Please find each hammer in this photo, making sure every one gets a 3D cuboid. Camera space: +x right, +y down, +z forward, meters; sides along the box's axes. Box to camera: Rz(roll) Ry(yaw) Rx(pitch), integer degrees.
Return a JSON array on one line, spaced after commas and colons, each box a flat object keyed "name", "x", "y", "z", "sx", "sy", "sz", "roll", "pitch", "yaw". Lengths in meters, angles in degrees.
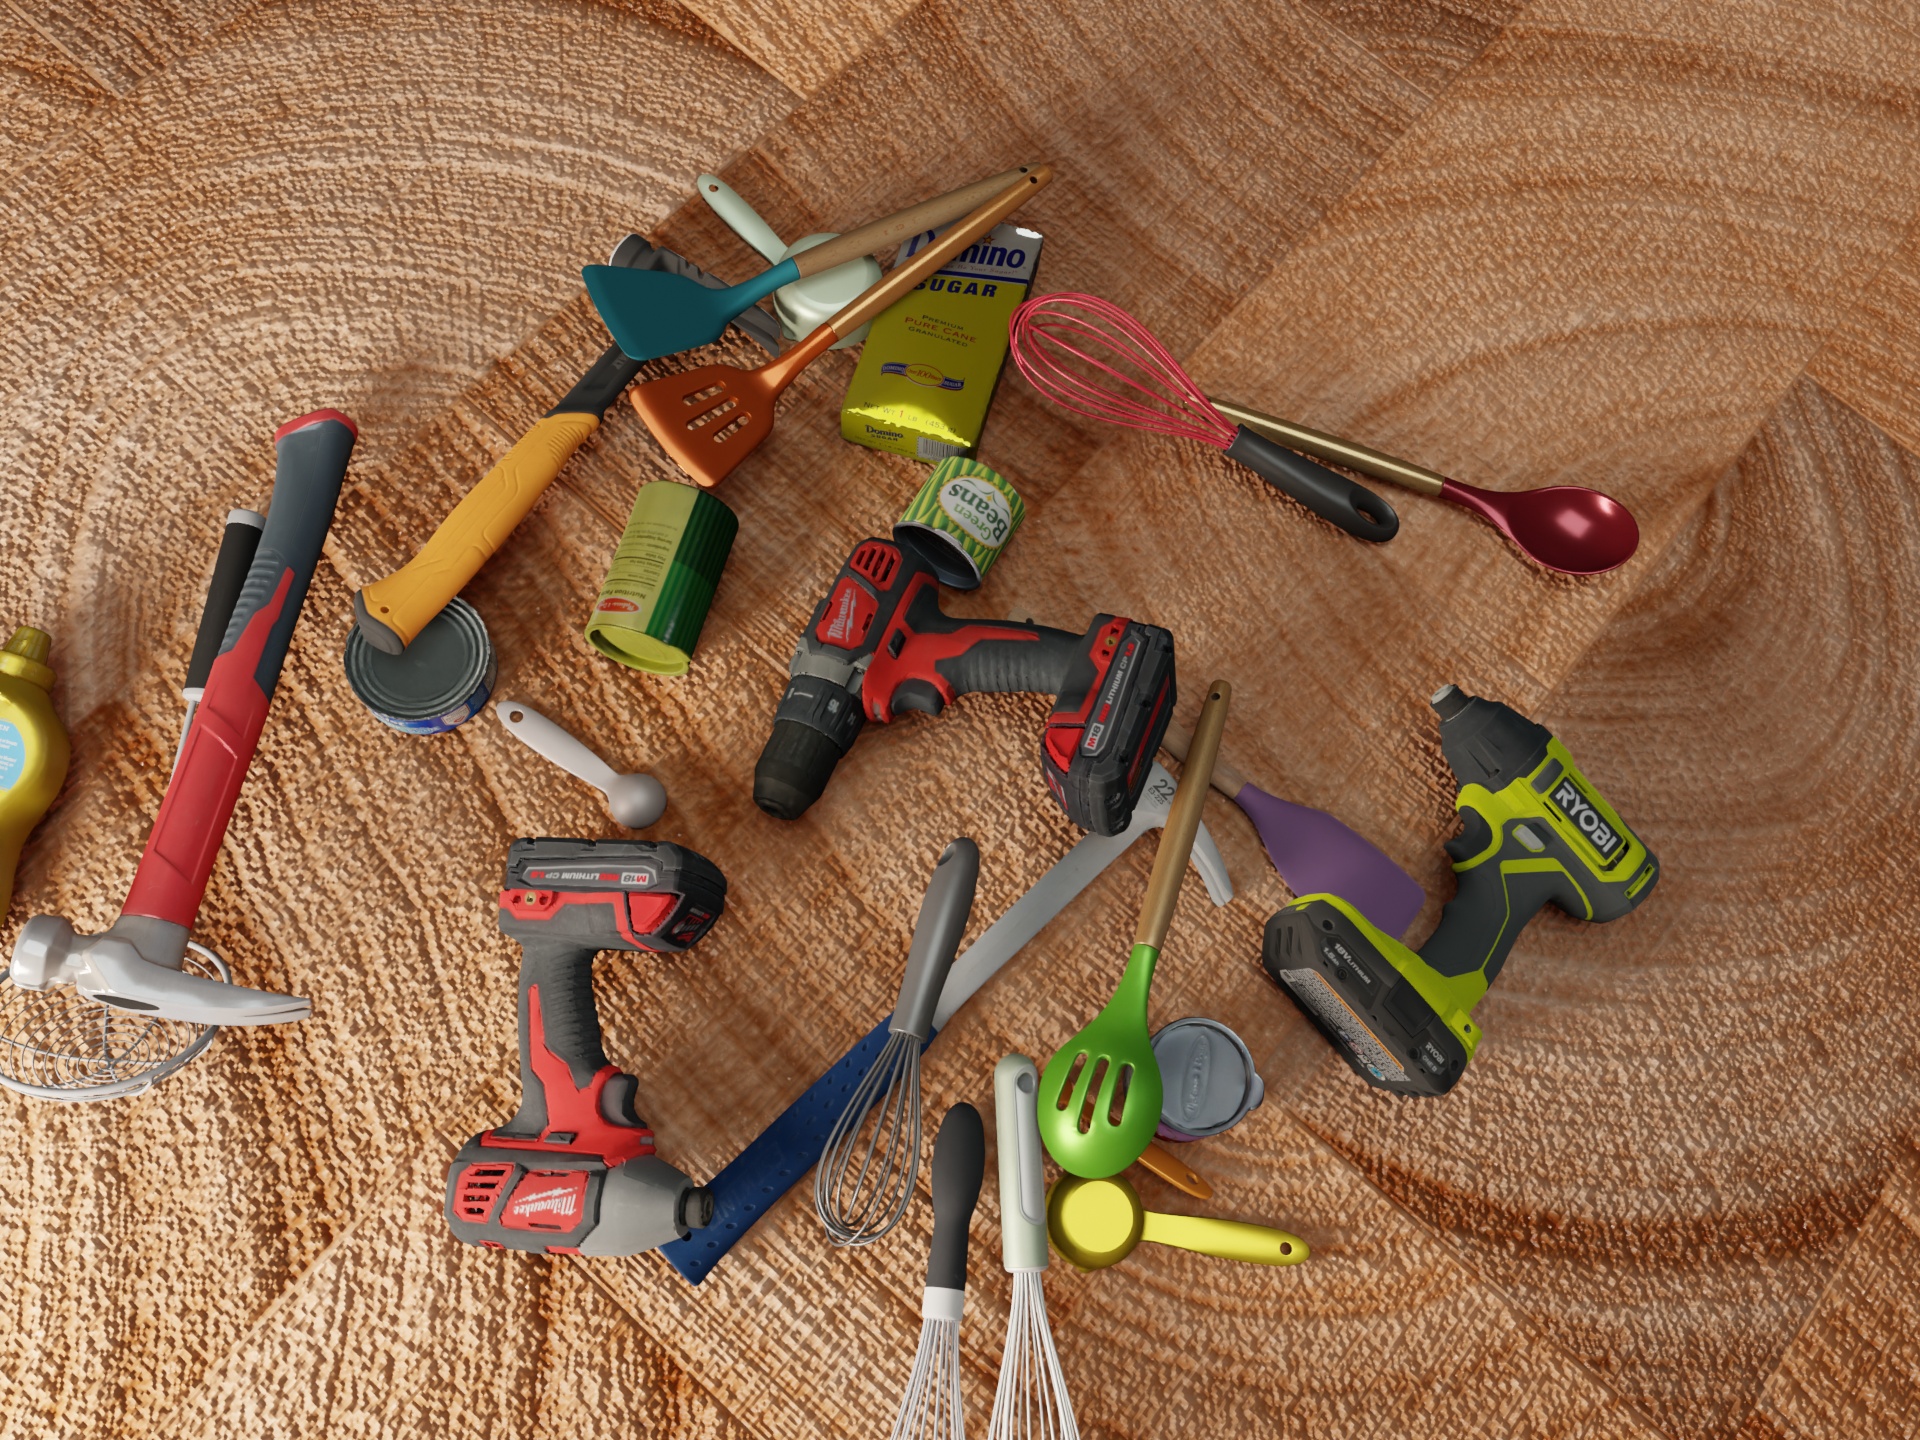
[{"name": "hammer", "x": -0.396, "y": -0.018, "z": 0.913, "sx": 0.143, "sy": 0.038, "sz": 0.387, "roll": 15, "pitch": 58, "yaw": -16}, {"name": "hammer", "x": -0.010, "y": 0.170, "z": 0.928, "sx": 0.405, "sy": 0.035, "sz": 0.144, "roll": -42, "pitch": 80, "yaw": -16}, {"name": "hammer", "x": -0.252, "y": -0.169, "z": 1.000, "sx": 0.127, "sy": 0.034, "sz": 0.337, "roll": 31, "pitch": 64, "yaw": 6}]

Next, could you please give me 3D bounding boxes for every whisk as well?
[{"name": "whisk", "x": -0.012, "y": 0.350, "z": 0.860, "sx": 0.070, "sy": 0.070, "sz": 0.285, "roll": 8, "pitch": 66, "yaw": -3}, {"name": "whisk", "x": 0.037, "y": 0.307, "z": 0.869, "sx": 0.057, "sy": 0.059, "sz": 0.246, "roll": 8, "pitch": 72, "yaw": -36}, {"name": "whisk", "x": -0.028, "y": 0.173, "z": 0.883, "sx": 0.055, "sy": 0.055, "sz": 0.239, "roll": 17, "pitch": 67, "yaw": 0}, {"name": "whisk", "x": 0.163, "y": -0.197, "z": 1.051, "sx": 0.295, "sy": 0.073, "sz": 0.073, "roll": 29, "pitch": 71, "yaw": -6}]

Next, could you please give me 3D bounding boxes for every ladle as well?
[{"name": "ladle", "x": 0.300, "y": -0.166, "z": 1.077, "sx": 0.315, "sy": 0.031, "sz": 0.069, "roll": 20, "pitch": 68, "yaw": 3}]

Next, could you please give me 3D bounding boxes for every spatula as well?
[{"name": "spatula", "x": -0.084, "y": -0.311, "z": 1.039, "sx": 0.317, "sy": 0.044, "sz": 0.082, "roll": -26, "pitch": 68, "yaw": -12}, {"name": "spatula", "x": 0.154, "y": 0.030, "z": 1.001, "sx": 0.316, "sy": 0.018, "sz": 0.060, "roll": 39, "pitch": 73, "yaw": 7}, {"name": "spatula", "x": -0.064, "y": -0.267, "z": 1.026, "sx": 0.322, "sy": 0.041, "sz": 0.081, "roll": -39, "pitch": 89, "yaw": -10}]

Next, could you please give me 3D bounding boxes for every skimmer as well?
[{"name": "skimmer", "x": -0.453, "y": 0.034, "z": 0.903, "sx": 0.127, "sy": 0.090, "sz": 0.363, "roll": 6, "pitch": 71, "yaw": -5}]

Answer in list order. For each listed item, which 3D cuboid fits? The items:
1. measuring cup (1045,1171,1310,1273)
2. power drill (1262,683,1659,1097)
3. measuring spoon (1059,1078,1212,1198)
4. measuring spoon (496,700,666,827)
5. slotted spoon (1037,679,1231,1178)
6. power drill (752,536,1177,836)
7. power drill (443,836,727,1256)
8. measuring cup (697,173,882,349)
[{"name": "measuring cup", "x": 0.125, "y": 0.289, "z": 0.903, "sx": 0.156, "sy": 0.029, "sz": 0.062, "roll": 9, "pitch": 71, "yaw": -1}, {"name": "power drill", "x": 0.293, "y": 0.099, "z": 0.952, "sx": 0.223, "sy": 0.080, "sz": 0.171, "roll": -42, "pitch": 90, "yaw": -19}, {"name": "measuring spoon", "x": 0.098, "y": 0.239, "z": 0.921, "sx": 0.117, "sy": 0.011, "sz": 0.021, "roll": 34, "pitch": 27, "yaw": 8}, {"name": "measuring spoon", "x": -0.233, "y": 0.022, "z": 0.966, "sx": 0.124, "sy": 0.018, "sz": 0.034, "roll": 33, "pitch": 72, "yaw": 7}, {"name": "slotted spoon", "x": 0.112, "y": 0.108, "z": 0.921, "sx": 0.070, "sy": 0.031, "sz": 0.314, "roll": 9, "pitch": 62, "yaw": 22}, {"name": "power drill", "x": -0.002, "y": -0.003, "z": 0.945, "sx": 0.227, "sy": 0.080, "sz": 0.188, "roll": 17, "pitch": 66, "yaw": 18}, {"name": "power drill", "x": -0.196, "y": 0.180, "z": 0.875, "sx": 0.143, "sy": 0.078, "sz": 0.220, "roll": 1, "pitch": 74, "yaw": 12}, {"name": "measuring cup", "x": -0.121, "y": -0.325, "z": 1.083, "sx": 0.167, "sy": 0.038, "sz": 0.083, "roll": 45, "pitch": 73, "yaw": 8}]
